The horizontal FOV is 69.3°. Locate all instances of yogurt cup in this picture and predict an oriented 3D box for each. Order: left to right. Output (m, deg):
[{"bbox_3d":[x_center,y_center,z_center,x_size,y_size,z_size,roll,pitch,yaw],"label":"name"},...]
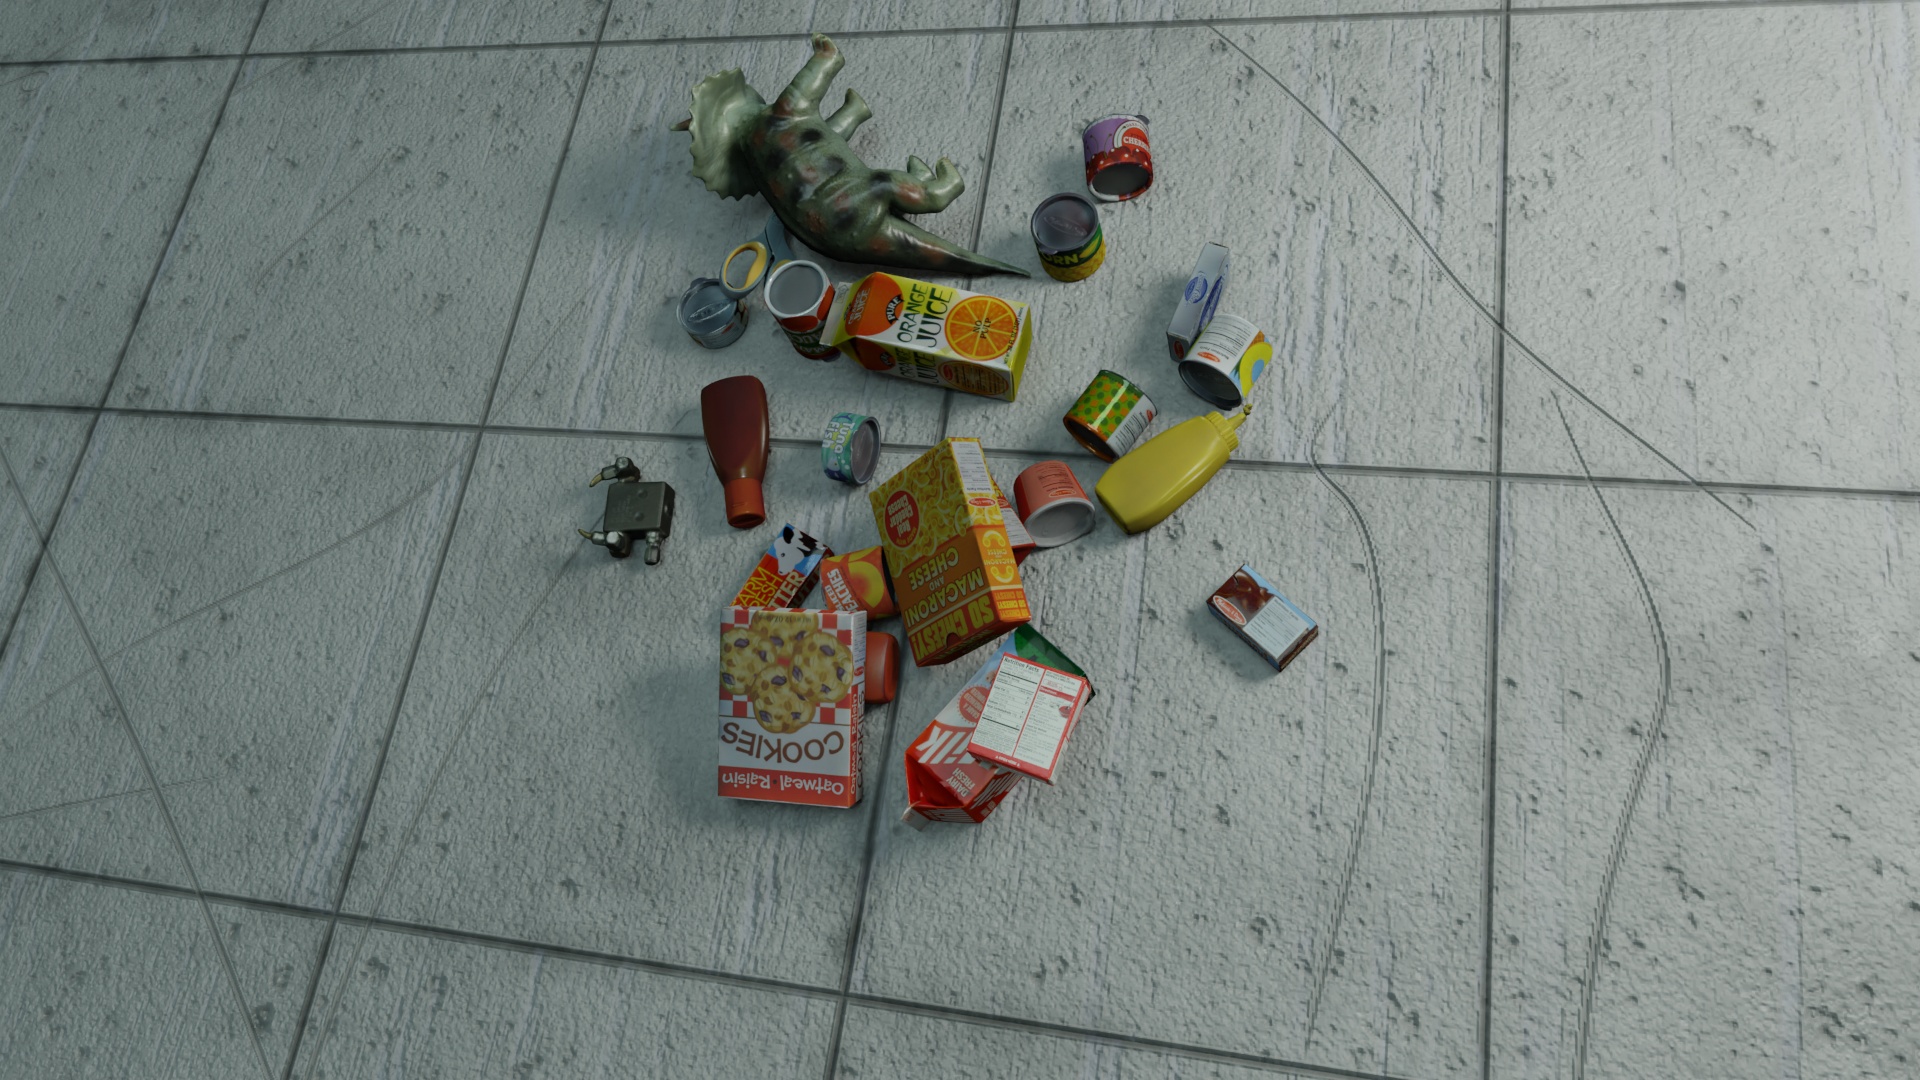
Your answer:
[{"bbox_3d":[0.081,-0.035,1.244,0.072,0.072,0.054,-22,57,4],"label":"yogurt cup"}]

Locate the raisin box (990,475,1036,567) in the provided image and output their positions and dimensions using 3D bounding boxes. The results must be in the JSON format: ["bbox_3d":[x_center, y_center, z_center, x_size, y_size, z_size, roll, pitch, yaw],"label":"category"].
[{"bbox_3d":[0.004,-0.016,1.244,0.124,0.040,0.085,58,132,25],"label":"raisin box"}]

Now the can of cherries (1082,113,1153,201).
[{"bbox_3d":[0.156,-0.376,1.361,0.071,0.071,0.058,-7,67,11],"label":"can of cherries"}]

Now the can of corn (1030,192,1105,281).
[{"bbox_3d":[0.104,-0.291,1.346,0.071,0.058,0.071,-5,67,12],"label":"can of corn"}]

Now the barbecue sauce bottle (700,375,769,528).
[{"bbox_3d":[-0.215,-0.086,1.348,0.065,0.043,0.149,-14,66,8],"label":"barbecue sauce bottle"}]

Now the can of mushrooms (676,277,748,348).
[{"bbox_3d":[-0.254,-0.234,1.424,0.071,0.033,0.071,-5,68,12],"label":"can of mushrooms"}]

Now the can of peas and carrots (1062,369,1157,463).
[{"bbox_3d":[0.133,-0.113,1.262,0.071,0.070,0.059,34,80,23],"label":"can of peas and carrots"}]

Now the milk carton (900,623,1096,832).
[{"bbox_3d":[0.022,0.168,1.170,0.073,0.072,0.191,39,82,24],"label":"milk carton"}]

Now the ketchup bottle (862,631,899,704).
[{"bbox_3d":[-0.131,0.112,1.246,0.149,0.043,0.065,1,77,15],"label":"ketchup bottle"}]

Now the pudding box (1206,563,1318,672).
[{"bbox_3d":[0.256,0.065,1.178,0.050,0.030,0.084,-45,65,-5],"label":"pudding box"}]

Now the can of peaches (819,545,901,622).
[{"bbox_3d":[-0.090,0.042,1.250,0.058,0.071,0.071,-13,66,7],"label":"can of peaches"}]

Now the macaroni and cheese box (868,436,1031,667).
[{"bbox_3d":[-0.012,0.011,1.198,0.123,0.040,0.167,-33,67,45],"label":"macaroni and cheese box"}]

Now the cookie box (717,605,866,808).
[{"bbox_3d":[-0.146,0.143,1.206,0.123,0.040,0.167,2,92,15],"label":"cookie box"}]

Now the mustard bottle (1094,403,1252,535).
[{"bbox_3d":[0.198,-0.071,1.238,0.160,0.048,0.065,-35,66,-2],"label":"mustard bottle"}]

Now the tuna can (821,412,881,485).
[{"bbox_3d":[-0.103,-0.087,1.306,0.033,0.071,0.071,11,72,19],"label":"tuna can"}]

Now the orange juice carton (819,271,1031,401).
[{"bbox_3d":[-0.034,-0.196,1.316,0.193,0.073,0.072,14,72,8],"label":"orange juice carton"}]

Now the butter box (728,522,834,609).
[{"bbox_3d":[-0.168,0.040,1.296,0.053,0.024,0.104,28,77,23],"label":"butter box"}]

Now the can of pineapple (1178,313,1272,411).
[{"bbox_3d":[0.240,-0.161,1.255,0.071,0.070,0.058,29,74,22],"label":"can of pineapple"}]

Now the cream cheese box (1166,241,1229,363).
[{"bbox_3d":[0.221,-0.220,1.290,0.024,0.053,0.104,20,74,18],"label":"cream cheese box"}]

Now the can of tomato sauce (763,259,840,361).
[{"bbox_3d":[-0.149,-0.225,1.367,0.071,0.083,0.071,-5,67,12],"label":"can of tomato sauce"}]
